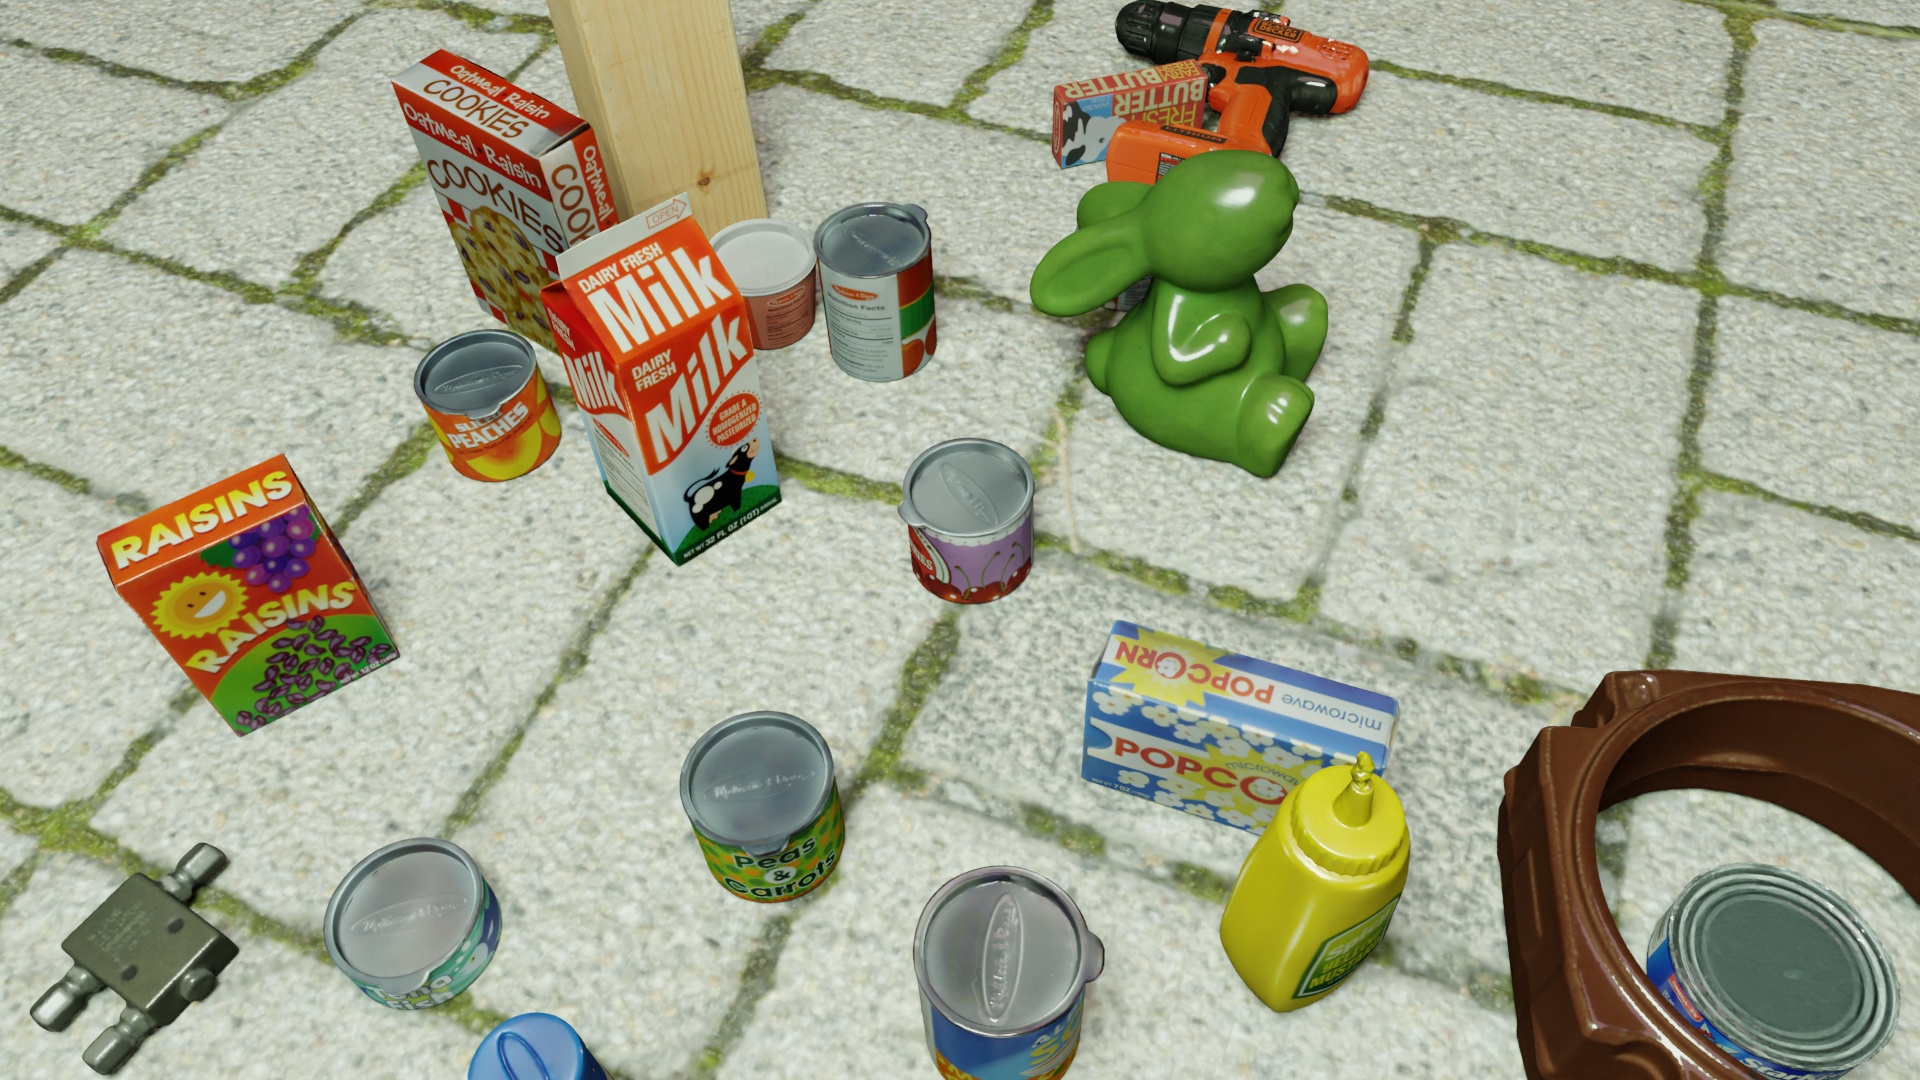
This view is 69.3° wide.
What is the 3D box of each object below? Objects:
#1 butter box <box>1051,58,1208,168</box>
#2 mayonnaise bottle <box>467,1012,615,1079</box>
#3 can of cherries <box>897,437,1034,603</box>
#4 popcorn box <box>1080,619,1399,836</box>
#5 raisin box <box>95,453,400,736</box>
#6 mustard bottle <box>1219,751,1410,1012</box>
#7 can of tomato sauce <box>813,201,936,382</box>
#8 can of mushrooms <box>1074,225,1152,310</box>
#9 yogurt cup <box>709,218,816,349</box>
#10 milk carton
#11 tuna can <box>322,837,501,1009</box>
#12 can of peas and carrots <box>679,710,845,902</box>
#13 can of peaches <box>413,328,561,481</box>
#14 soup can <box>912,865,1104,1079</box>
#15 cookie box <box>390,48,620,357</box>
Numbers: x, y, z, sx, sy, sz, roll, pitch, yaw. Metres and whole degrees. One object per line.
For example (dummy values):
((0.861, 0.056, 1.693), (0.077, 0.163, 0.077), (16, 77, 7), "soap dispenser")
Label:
((0.113, -0.288, 0.939), (0.104, 0.052, 0.024), (-14, 52, -9), "butter box")
((-0.131, 0.209, 0.485), (0.041, 0.147, 0.065), (-35, 58, -23), "mayonnaise bottle")
((0.003, -0.009, 0.713), (0.071, 0.058, 0.072), (-1, 51, 1), "can of cherries")
((0.120, 0.089, 0.612), (0.127, 0.084, 0.038), (16, 54, 14), "popcorn box")
((-0.330, 0.028, 0.655), (0.086, 0.122, 0.040), (-28, 55, -19), "raisin box")
((0.139, 0.128, 0.532), (0.065, 0.159, 0.049), (-27, 55, -18), "mustard bottle")
((-0.047, -0.145, 0.810), (0.071, 0.082, 0.071), (-1, 51, 1), "can of tomato sauce")
((0.101, -0.177, 0.861), (0.071, 0.033, 0.071), (-1, 51, 1), "can of mushrooms")
((-0.118, -0.152, 0.837), (0.072, 0.053, 0.073), (-1, 51, 1), "yogurt cup")
((-0.149, -0.083, 0.694), (0.072, 0.189, 0.073), (-35, 58, -23), "milk carton")
((-0.234, 0.167, 0.597), (0.071, 0.032, 0.071), (-1, 51, 1), "tuna can")
((-0.085, 0.120, 0.612), (0.071, 0.058, 0.071), (-1, 51, 1), "can of peas and carrots")
((-0.263, -0.073, 0.776), (0.071, 0.057, 0.071), (-1, 51, 1), "can of peaches")
((0.019, 0.177, 0.546), (0.071, 0.083, 0.072), (-1, 51, 1), "soup can")
((-0.245, -0.181, 0.793), (0.123, 0.166, 0.040), (30, 58, 24), "cookie box")
